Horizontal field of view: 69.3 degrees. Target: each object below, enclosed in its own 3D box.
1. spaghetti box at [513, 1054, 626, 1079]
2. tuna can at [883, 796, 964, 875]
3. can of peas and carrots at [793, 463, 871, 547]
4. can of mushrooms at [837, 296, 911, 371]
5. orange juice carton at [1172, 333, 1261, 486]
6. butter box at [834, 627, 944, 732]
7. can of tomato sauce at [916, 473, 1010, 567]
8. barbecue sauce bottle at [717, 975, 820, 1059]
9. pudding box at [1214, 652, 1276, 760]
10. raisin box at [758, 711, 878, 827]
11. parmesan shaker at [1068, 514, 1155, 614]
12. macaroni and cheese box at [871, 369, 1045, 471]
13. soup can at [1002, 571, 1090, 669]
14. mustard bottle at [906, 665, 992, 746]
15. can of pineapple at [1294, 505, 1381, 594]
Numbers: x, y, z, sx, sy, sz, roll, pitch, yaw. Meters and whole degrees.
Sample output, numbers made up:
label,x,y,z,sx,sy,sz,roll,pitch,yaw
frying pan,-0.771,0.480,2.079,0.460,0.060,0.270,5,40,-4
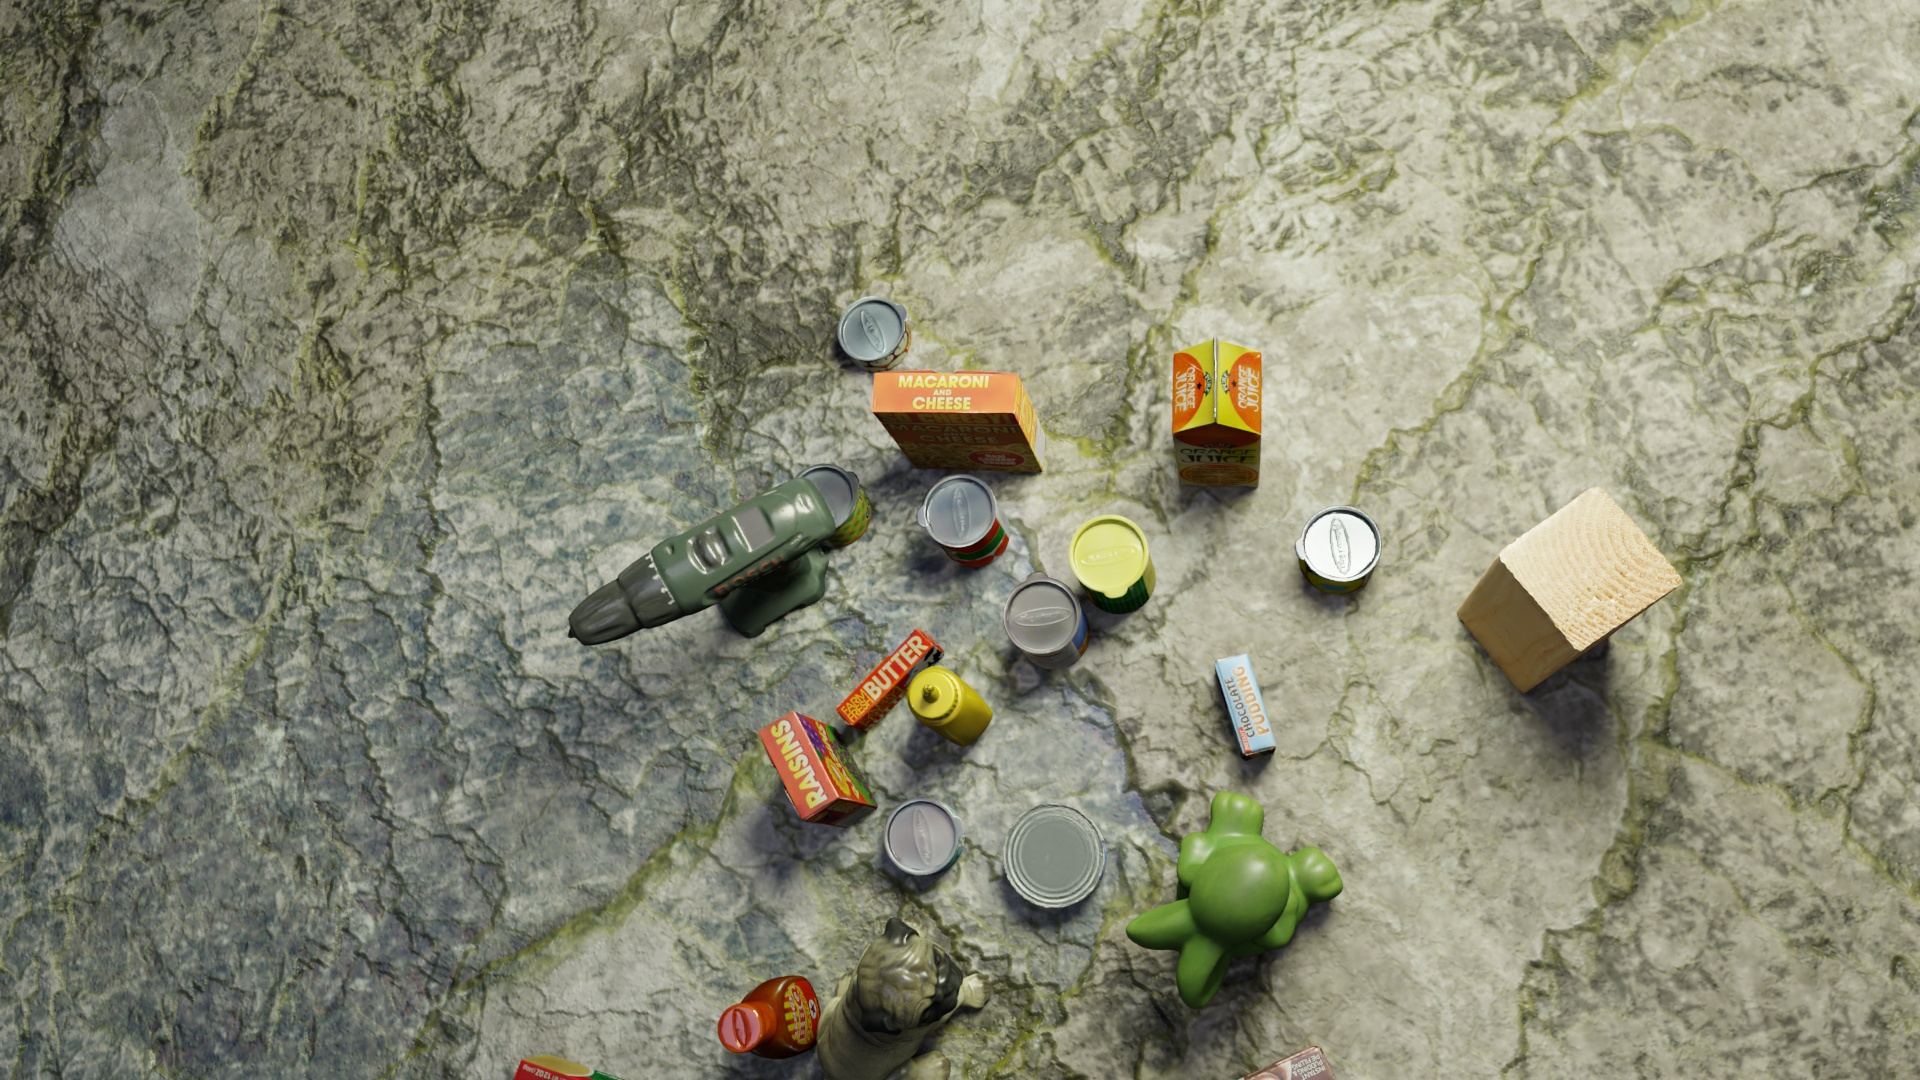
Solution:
label,x,y,z,sx,sy,sz,roll,pitch,yaw
spaghetti box,-0.257,0.487,1.175,0.250,0.050,0.029,12,78,14
tuna can,-0.028,0.255,1.200,0.071,0.032,0.071,-3,75,11
can of peas and carrots,-0.118,-0.033,1.282,0.071,0.058,0.071,-3,75,11
can of mushrooms,-0.080,-0.198,1.332,0.071,0.033,0.071,-3,75,11
orange juice carton,0.216,-0.105,1.165,0.073,0.192,0.072,1,76,12
butter box,-0.061,0.125,1.231,0.103,0.053,0.024,-45,72,-3
can of tomato sauce,0.004,-0.016,1.240,0.071,0.083,0.071,-3,75,11
barbecue sauce bottle,-0.155,0.390,1.128,0.043,0.148,0.065,-16,73,7
pudding box,0.239,0.140,1.169,0.030,0.049,0.084,-17,73,7
raisin box,-0.121,0.197,1.187,0.040,0.123,0.086,-31,72,2
parmesan shaker,0.132,0.025,1.193,0.071,0.103,0.071,-3,75,11
macaroni and cheese box,0.002,-0.103,1.221,0.124,0.166,0.040,2,76,12
soup can,0.076,0.070,1.203,0.071,0.083,0.071,-3,75,11
mustard bottle,-0.015,0.135,1.163,0.065,0.160,0.049,40,86,18
can of pineapple,0.321,0.009,1.184,0.071,0.057,0.071,-3,75,11
